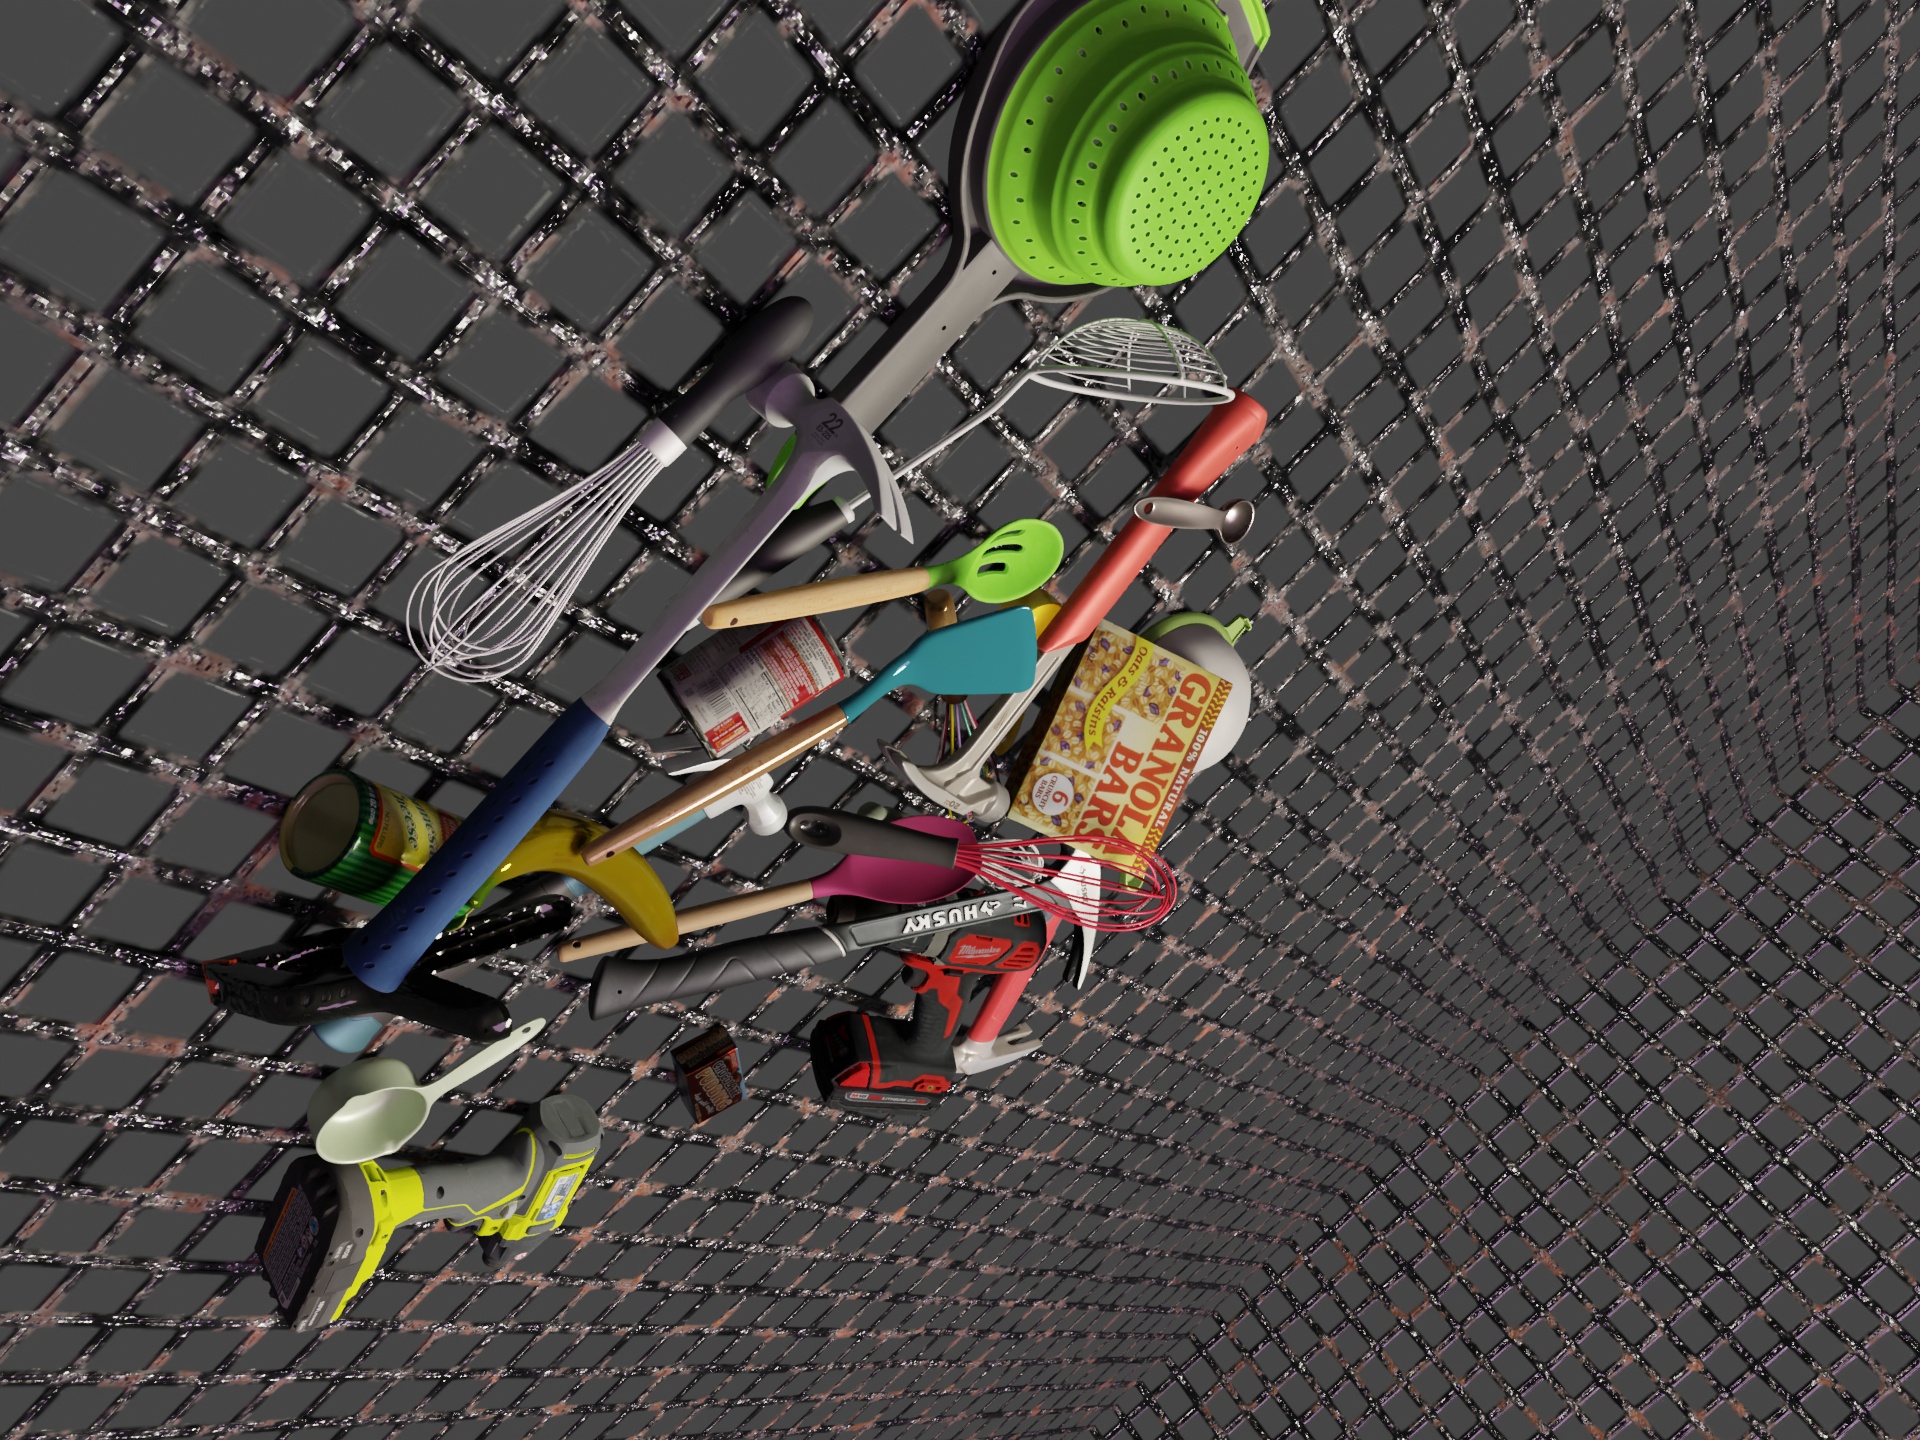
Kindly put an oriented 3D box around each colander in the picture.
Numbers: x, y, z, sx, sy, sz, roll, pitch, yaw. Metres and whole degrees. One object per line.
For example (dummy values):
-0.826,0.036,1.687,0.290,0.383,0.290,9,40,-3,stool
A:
0.046,-0.252,0.893,0.397,0.095,0.204,-47,145,8,colander

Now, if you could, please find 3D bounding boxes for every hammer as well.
0.087,0.185,1.471,0.143,0.038,0.386,-6,133,-42,hammer
-0.079,0.168,1.211,0.409,0.036,0.149,-10,100,-19,hammer
-0.272,0.116,1.053,0.331,0.033,0.128,-33,146,-11,hammer
0.089,-0.088,1.123,0.359,0.037,0.149,-52,146,2,hammer
-0.189,-0.010,0.864,0.405,0.144,0.035,-48,146,3,hammer

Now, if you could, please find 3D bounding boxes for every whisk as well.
-0.183,-0.126,0.852,0.284,0.070,0.070,-44,146,-2,whisk
-0.003,-0.002,1.173,0.047,0.051,0.244,-25,140,-13,whisk
0.015,0.102,1.169,0.296,0.073,0.073,11,130,-3,whisk
-0.002,0.106,1.292,0.246,0.058,0.059,26,75,-49,whisk

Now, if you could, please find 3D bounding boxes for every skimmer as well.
-0.005,-0.138,0.974,0.363,0.127,0.090,-34,101,-3,skimmer

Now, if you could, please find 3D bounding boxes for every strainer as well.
0.179,0.039,1.315,0.151,0.069,0.256,-10,119,-37,strainer

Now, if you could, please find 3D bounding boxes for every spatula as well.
-0.091,0.014,0.999,0.317,0.044,0.082,-30,145,-20,spatula

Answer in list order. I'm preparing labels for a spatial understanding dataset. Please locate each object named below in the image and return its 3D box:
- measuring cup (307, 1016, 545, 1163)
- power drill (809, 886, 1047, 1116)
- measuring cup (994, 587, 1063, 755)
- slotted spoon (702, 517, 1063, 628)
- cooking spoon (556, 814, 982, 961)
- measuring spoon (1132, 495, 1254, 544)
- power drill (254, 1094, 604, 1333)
-0.368,0.241,1.097,0.167,0.038,0.083,-30,144,-18,measuring cup
-0.052,0.225,1.324,0.187,0.080,0.226,12,124,-26,power drill
0.039,-0.036,1.190,0.062,0.029,0.156,-18,142,-30,measuring cup
-0.041,-0.089,1.006,0.313,0.031,0.070,-17,141,-48,slotted spoon
-0.135,0.129,1.162,0.319,0.069,0.017,-13,158,-18,cooking spoon
0.160,-0.145,1.109,0.124,0.018,0.034,1,116,-41,measuring spoon
-0.392,0.370,1.185,0.223,0.080,0.171,0,129,-48,power drill
